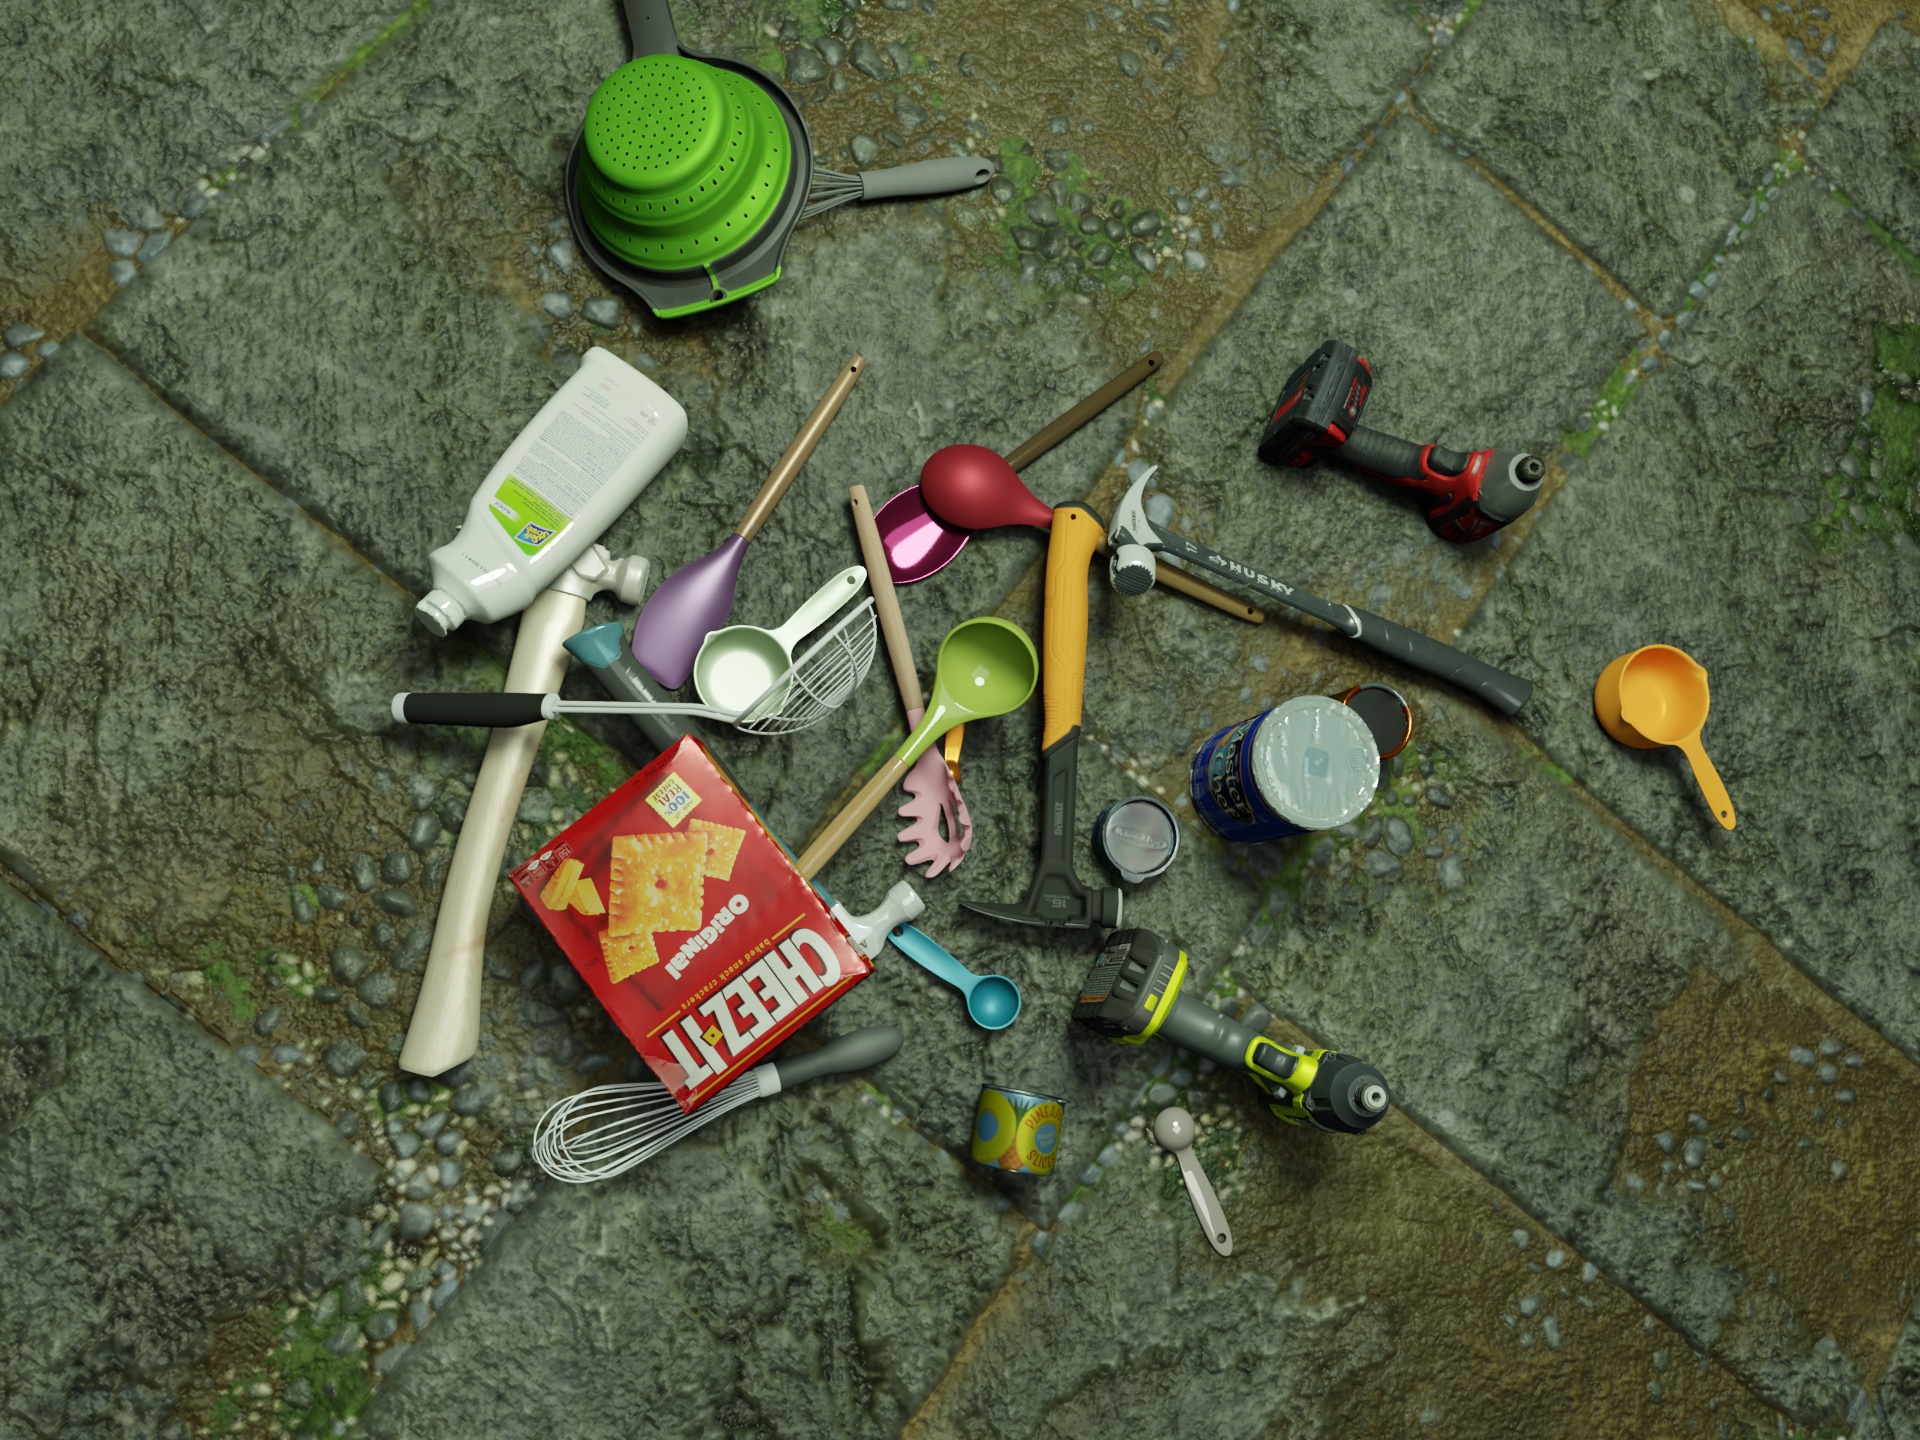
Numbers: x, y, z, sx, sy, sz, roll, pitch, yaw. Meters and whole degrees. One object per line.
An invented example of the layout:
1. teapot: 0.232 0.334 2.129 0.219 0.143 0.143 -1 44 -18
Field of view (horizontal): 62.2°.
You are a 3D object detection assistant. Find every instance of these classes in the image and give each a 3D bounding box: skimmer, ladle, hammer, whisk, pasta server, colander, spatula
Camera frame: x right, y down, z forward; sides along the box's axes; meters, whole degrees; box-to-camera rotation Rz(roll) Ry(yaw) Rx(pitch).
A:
1. skimmer: -0.234 -0.038 1.115 0.363 0.127 0.090 0 108 12
2. ladle: -0.060 0.049 1.185 0.078 0.062 0.320 42 79 -3
3. hammer: 0.306 -0.093 1.329 0.408 0.036 0.149 21 42 -15
4. whisk: -0.082 -0.446 1.318 0.239 0.055 0.055 -13 84 -18
5. hammer: -0.353 0.054 1.181 0.146 0.038 0.411 14 78 -8
6. pasta server: -0.047 -0.034 1.254 0.060 0.040 0.316 -18 84 31
7. colander: -0.243 -0.517 1.246 0.204 0.094 0.397 -16 76 7
8. whisk: -0.174 0.275 1.175 0.284 0.070 0.070 -15 84 -18
9. ladle: 0.114 -0.145 1.311 0.315 0.031 0.069 23 84 -14
10. hammer: 0.072 -0.007 1.256 0.127 0.034 0.337 3 84 4
11. hammer: -0.176 0.058 1.198 0.128 0.033 0.331 -40 98 -10
12. spatula: -0.163 -0.167 1.267 0.059 0.018 0.316 34 76 -11

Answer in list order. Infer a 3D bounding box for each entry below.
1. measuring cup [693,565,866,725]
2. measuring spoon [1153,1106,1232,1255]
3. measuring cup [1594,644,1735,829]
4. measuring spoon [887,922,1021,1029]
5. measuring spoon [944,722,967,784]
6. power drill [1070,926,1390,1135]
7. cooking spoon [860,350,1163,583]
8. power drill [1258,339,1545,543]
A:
1. measuring cup: -0.138 -0.063 1.247 0.167 0.038 0.083 -43 92 -17
2. measuring spoon: 0.189 0.365 1.256 0.034 0.018 0.124 -22 87 -15
3. measuring cup: 0.619 0.019 1.390 0.095 0.052 0.173 -27 89 -15
4. measuring spoon: -0.009 0.195 1.246 0.128 0.021 0.042 36 79 5
5. measuring spoon: -0.002 -0.004 1.279 0.021 0.011 0.117 9 79 -11
6. power drill: 0.208 0.242 1.204 0.223 0.171 0.080 28 77 -3
7. cooking spoon: 0.049 -0.218 1.322 0.319 0.017 0.068 -38 94 -15
8. power drill: 0.375 -0.226 1.331 0.219 0.143 0.078 25 79 -5
